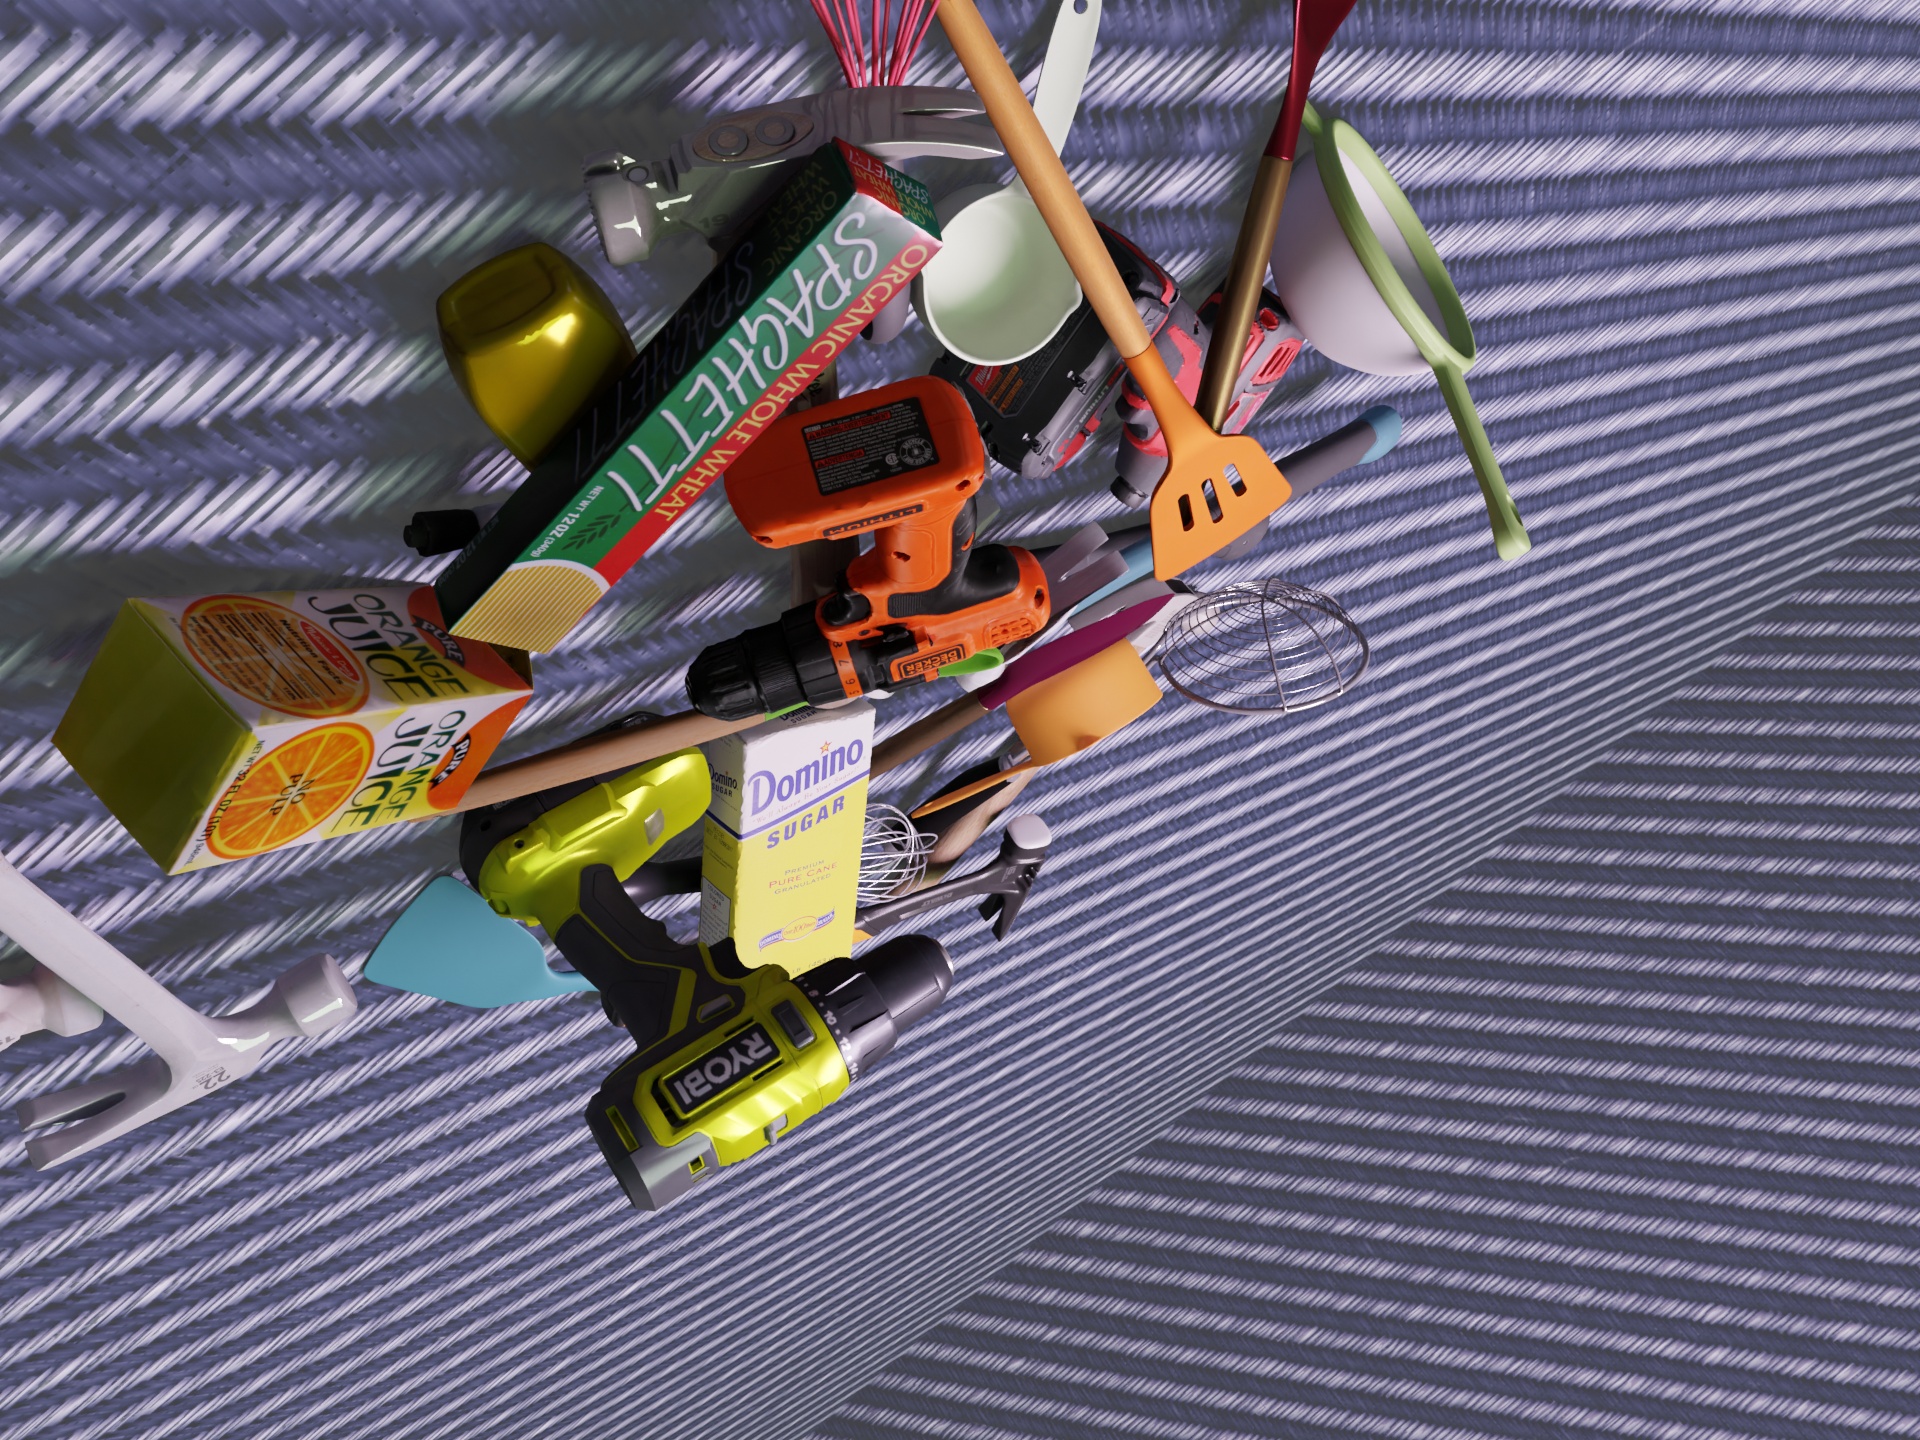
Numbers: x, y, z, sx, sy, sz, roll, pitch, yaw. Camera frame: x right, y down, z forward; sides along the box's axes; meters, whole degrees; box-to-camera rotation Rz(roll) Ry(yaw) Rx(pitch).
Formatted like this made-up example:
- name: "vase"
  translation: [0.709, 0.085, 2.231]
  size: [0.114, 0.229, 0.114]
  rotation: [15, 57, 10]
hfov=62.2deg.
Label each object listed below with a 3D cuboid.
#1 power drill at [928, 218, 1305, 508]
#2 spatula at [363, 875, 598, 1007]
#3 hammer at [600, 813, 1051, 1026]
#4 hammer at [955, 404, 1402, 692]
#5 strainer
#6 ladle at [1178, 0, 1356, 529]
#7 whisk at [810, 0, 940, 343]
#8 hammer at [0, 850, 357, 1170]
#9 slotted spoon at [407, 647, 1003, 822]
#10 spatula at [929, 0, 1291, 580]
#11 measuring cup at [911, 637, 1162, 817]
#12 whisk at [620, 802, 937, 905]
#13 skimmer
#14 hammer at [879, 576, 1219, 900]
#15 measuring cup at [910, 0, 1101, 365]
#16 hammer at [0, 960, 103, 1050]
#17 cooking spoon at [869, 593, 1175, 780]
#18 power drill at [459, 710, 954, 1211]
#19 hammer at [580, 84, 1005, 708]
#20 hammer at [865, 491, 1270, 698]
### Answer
- name: "power drill"
  translation: [0.089, -0.179, 0.839]
  size: [0.219, 0.079, 0.143]
  rotation: [-4, 137, -56]
- name: "spatula"
  translation: [-0.203, 0.148, 0.968]
  size: [0.082, 0.044, 0.317]
  rotation: [-49, 149, 17]
- name: "hammer"
  translation: [-0.092, 0.153, 1.125]
  size: [0.337, 0.034, 0.127]
  rotation: [-15, 145, -30]
- name: "hammer"
  translation: [0.145, -0.117, 0.957]
  size: [0.331, 0.033, 0.128]
  rotation: [-29, 170, -27]
- name: "strainer"
  translation: [0.222, -0.189, 0.831]
  size: [0.069, 0.256, 0.151]
  rotation: [-27, 159, 31]
- name: "ladle"
  translation: [0.144, -0.239, 0.752]
  size: [0.069, 0.031, 0.315]
  rotation: [-12, 121, -54]
- name: "whisk"
  translation: [-0.032, -0.242, 0.590]
  size: [0.073, 0.073, 0.295]
  rotation: [-32, 159, -17]
- name: "hammer"
  translation: [-0.357, 0.059, 0.567]
  size: [0.144, 0.035, 0.405]
  rotation: [-30, 152, -15]
- name: "slotted spoon"
  translation: [-0.127, 0.000, 0.816]
  size: [0.313, 0.031, 0.070]
  rotation: [-17, 174, -15]
- name: "spatula"
  translation: [0.062, -0.185, 0.695]
  size: [0.081, 0.041, 0.322]
  rotation: [-34, 125, 4]
- name: "measuring cup"
  translation: [0.034, 0.003, 0.960]
  size: [0.173, 0.052, 0.095]
  rotation: [-27, -175, 16]
- name: "whisk"
  translation: [-0.126, 0.093, 1.007]
  size: [0.284, 0.070, 0.070]
  rotation: [-3, 136, -44]
- name: "skimmer"
  translation: [0.096, 0.020, 1.054]
  size: [0.363, 0.090, 0.127]
  rotation: [-36, -157, 32]
- name: "hammer"
  translation: [0.050, 0.024, 1.156]
  size: [0.331, 0.031, 0.130]
  rotation: [-49, 154, 19]
- name: "measuring cup"
  translation: [0.024, -0.241, 0.696]
  size: [0.083, 0.038, 0.167]
  rotation: [6, 113, -29]
- name: "hammer"
  translation: [-0.380, 0.013, 0.550]
  size: [0.143, 0.038, 0.386]
  rotation: [-16, 145, -38]
- name: "cooking spoon"
  translation: [-0.001, -0.003, 0.915]
  size: [0.319, 0.017, 0.068]
  rotation: [-29, 173, 41]
- name: "power drill"
  translation: [-0.133, 0.108, 0.813]
  size: [0.190, 0.229, 0.080]
  rotation: [-29, 153, -21]
- name: "hammer"
  translation: [-0.059, -0.113, 0.729]
  size: [0.146, 0.038, 0.410]
  rotation: [-15, 155, -7]
- name: "hammer"
  translation: [0.083, -0.105, 0.991]
  size: [0.334, 0.035, 0.146]
  rotation: [-16, 146, -41]
